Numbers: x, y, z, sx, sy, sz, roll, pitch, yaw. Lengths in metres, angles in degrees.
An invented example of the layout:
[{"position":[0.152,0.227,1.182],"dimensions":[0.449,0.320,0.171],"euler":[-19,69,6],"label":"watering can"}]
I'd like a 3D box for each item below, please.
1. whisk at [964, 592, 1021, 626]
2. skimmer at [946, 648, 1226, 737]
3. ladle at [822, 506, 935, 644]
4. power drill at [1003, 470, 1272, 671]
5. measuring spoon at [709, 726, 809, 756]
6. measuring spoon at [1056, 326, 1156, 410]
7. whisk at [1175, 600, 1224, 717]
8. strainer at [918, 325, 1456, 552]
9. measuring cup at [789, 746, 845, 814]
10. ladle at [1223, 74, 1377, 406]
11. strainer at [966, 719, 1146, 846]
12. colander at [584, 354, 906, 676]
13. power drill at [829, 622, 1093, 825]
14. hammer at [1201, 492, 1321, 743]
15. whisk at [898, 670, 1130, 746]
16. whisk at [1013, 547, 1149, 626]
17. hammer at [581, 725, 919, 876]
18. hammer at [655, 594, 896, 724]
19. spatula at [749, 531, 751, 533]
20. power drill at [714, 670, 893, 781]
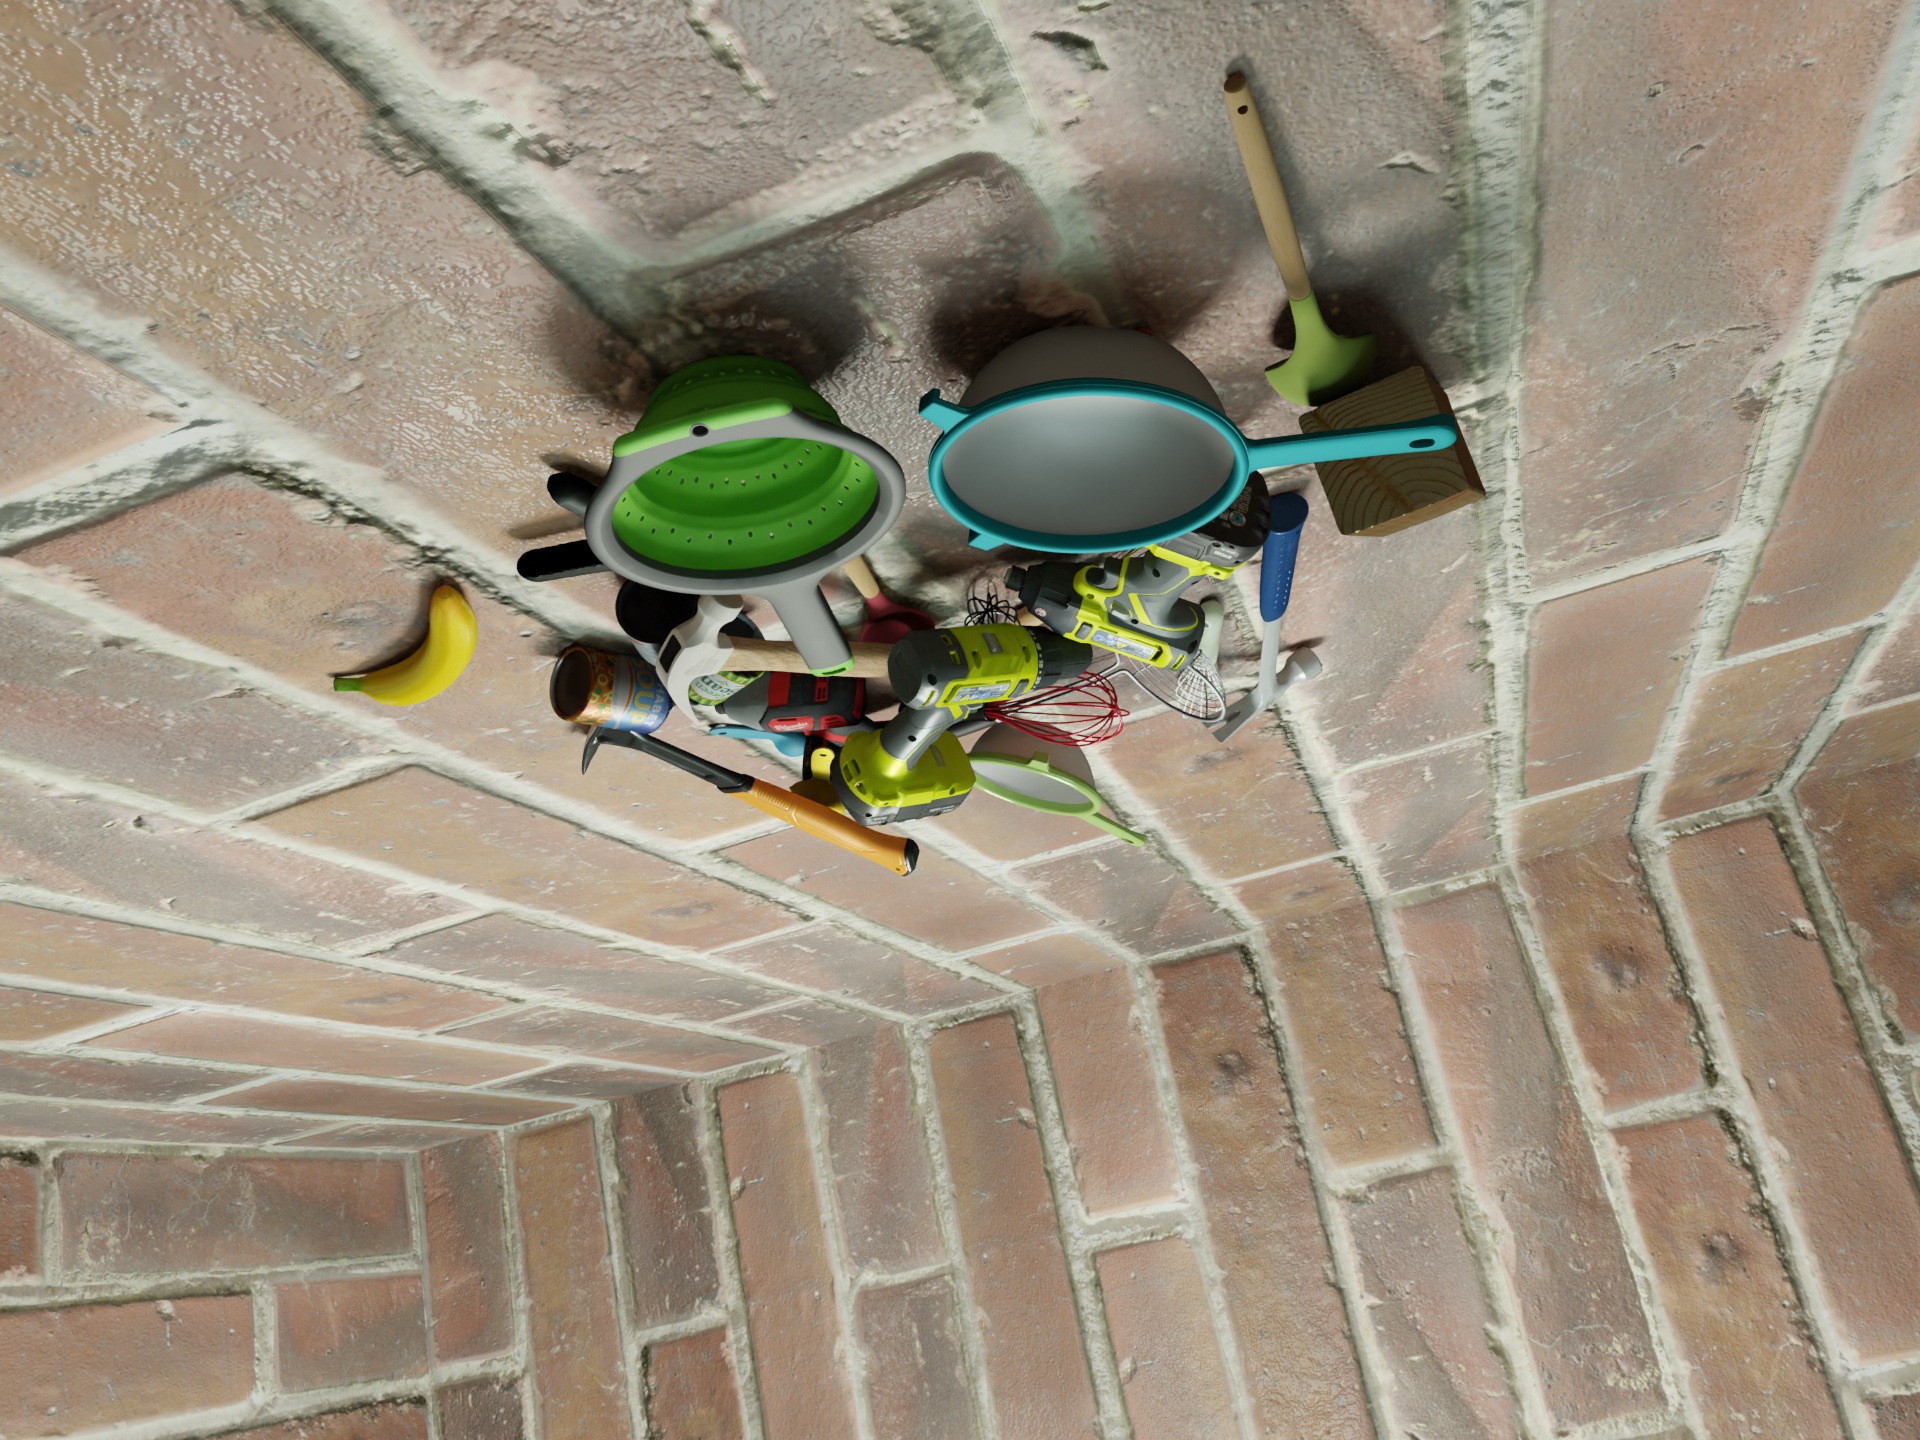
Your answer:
[{"position":[0.032,-0.064,1.487],"dimensions":[0.055,0.055,0.238],"euler":[-12,165,0],"label":"whisk"},{"position":[0.092,-0.003,1.617],"dimensions":[0.363,0.090,0.127],"euler":[-19,136,22],"label":"skimmer"},{"position":[-0.081,-0.116,1.307],"dimensions":[0.069,0.031,0.315],"euler":[-24,157,3],"label":"ladle"},{"position":[0.138,-0.128,1.271],"dimensions":[0.171,0.080,0.223],"euler":[19,152,-6],"label":"power drill"},{"position":[-0.201,0.023,1.615],"dimensions":[0.128,0.021,0.042],"euler":[7,152,-45],"label":"measuring spoon"},{"position":[0.097,-0.240,1.102],"dimensions":[0.021,0.011,0.117],"euler":[15,153,-26],"label":"measuring spoon"},{"position":[0.251,-0.062,1.630],"dimensions":[0.059,0.058,0.246],"euler":[-44,161,-13],"label":"whisk"},{"position":[0.147,-0.204,1.051],"dimensions":[0.340,0.095,0.210],"euler":[-4,157,10],"label":"strainer"},{"position":[-0.135,0.063,1.526],"dimensions":[0.062,0.029,0.156],"euler":[6,158,-4],"label":"measuring cup"},{"position":[0.204,-0.293,0.991],"dimensions":[0.078,0.062,0.319],"euler":[-16,153,16],"label":"ladle"},{"position":[0.111,0.058,1.619],"dimensions":[0.256,0.069,0.151],"euler":[29,160,-39],"label":"strainer"},{"position":[-0.132,-0.140,1.101],"dimensions":[0.204,0.095,0.396],"euler":[-14,158,3],"label":"colander"},{"position":[-0.002,-0.004,1.398],"dimensions":[0.190,0.080,0.228],"euler":[-7,149,-35],"label":"power drill"},{"position":[0.295,-0.095,1.520],"dimensions":[0.144,0.035,0.405],"euler":[-37,158,-7],"label":"hammer"},{"position":[0.042,-0.011,1.517],"dimensions":[0.073,0.073,0.296],"euler":[8,174,-43],"label":"whisk"},{"position":[0.135,-0.128,1.378],"dimensions":[0.051,0.047,0.245],"euler":[7,156,-44],"label":"whisk"},{"position":[-0.195,0.074,1.519],"dimensions":[0.336,0.034,0.127],"euler":[25,143,-14],"label":"hammer"},{"position":[-0.112,-0.050,1.325],"dimensions":[0.331,0.031,0.130],"euler":[0,138,-49],"label":"hammer"},{"position":[-0.155,-0.107,1.296],"dimensions":[0.060,0.018,0.315],"euler":[-16,158,15],"label":"spatula"},{"position":[-0.135,0.008,1.528],"dimensions":[0.143,0.079,0.219],"euler":[-4,158,17],"label":"power drill"}]
